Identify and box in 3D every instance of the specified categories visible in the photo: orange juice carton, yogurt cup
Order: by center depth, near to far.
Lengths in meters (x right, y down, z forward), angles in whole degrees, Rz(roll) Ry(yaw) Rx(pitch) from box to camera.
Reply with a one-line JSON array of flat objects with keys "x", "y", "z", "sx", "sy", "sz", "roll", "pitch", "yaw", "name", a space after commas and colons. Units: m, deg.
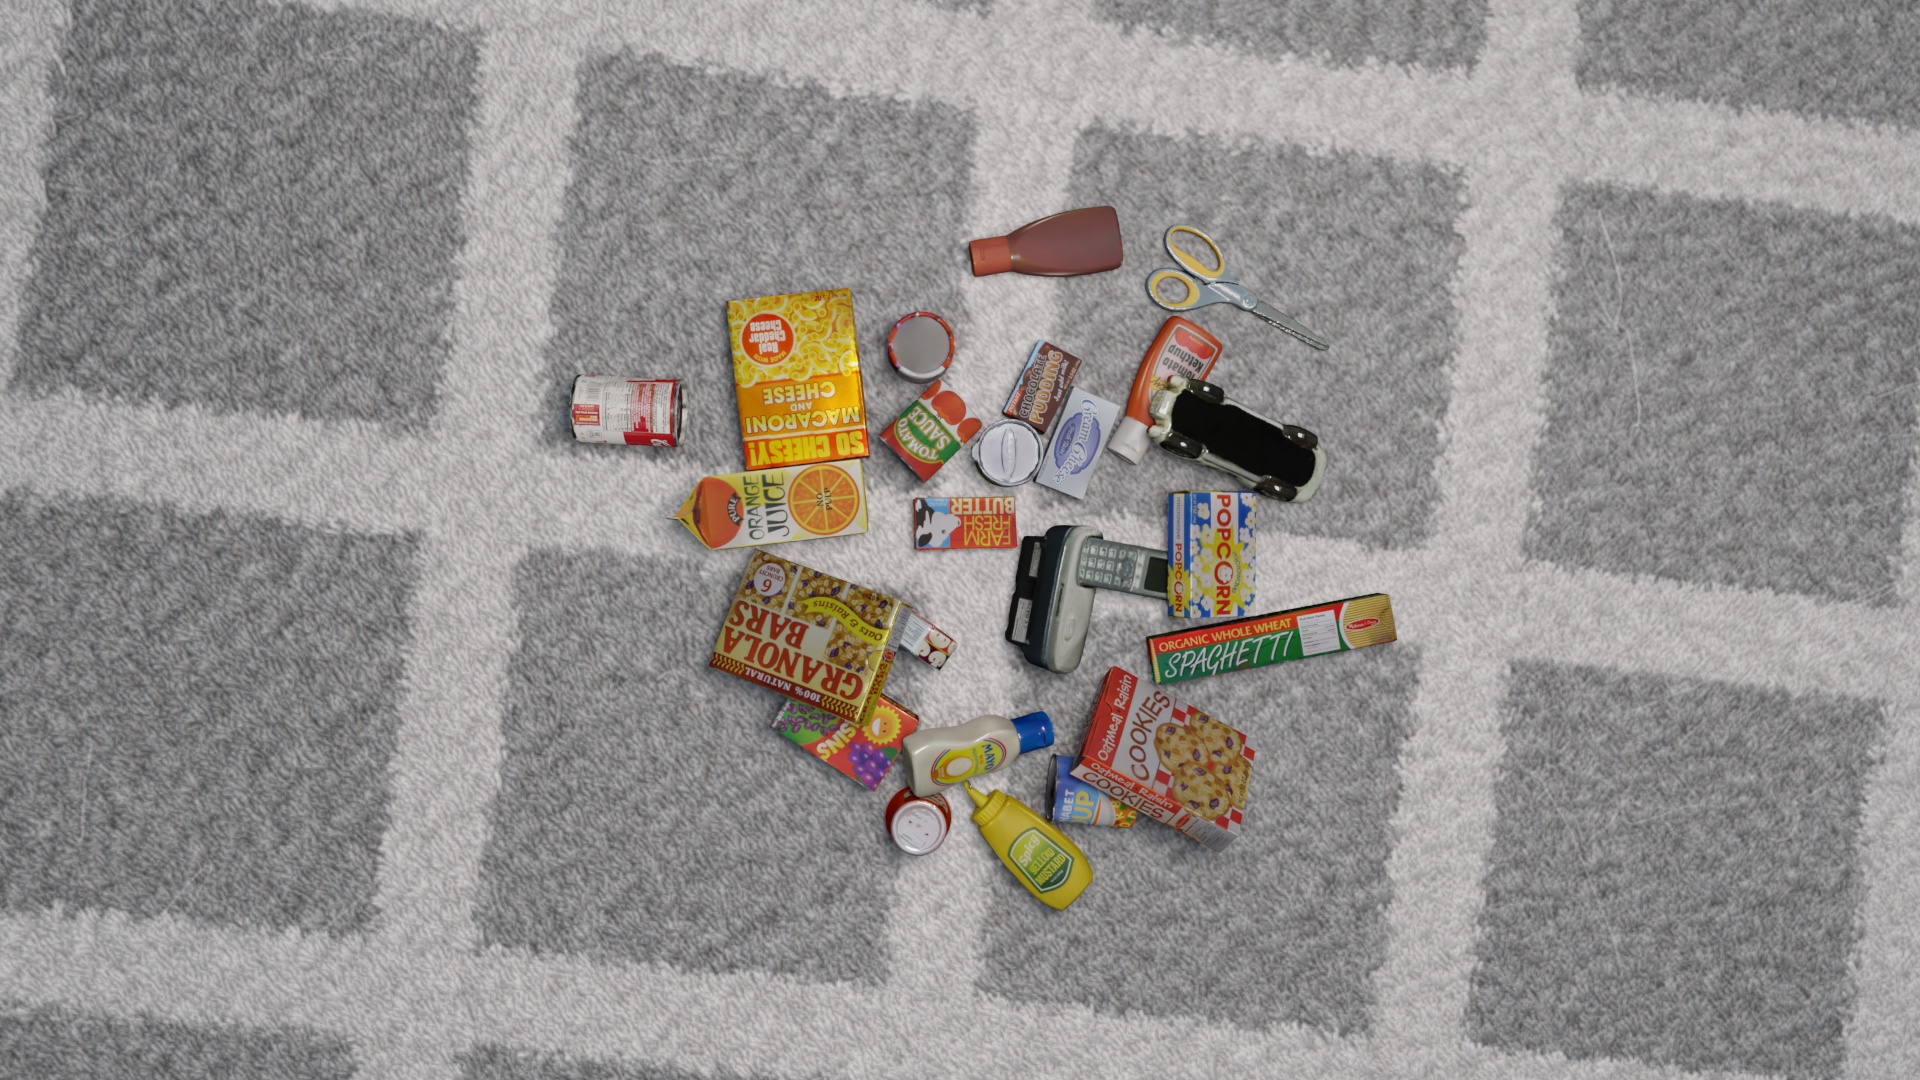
[{"x": -0.188, "y": -0.032, "z": 1.353, "sx": 0.193, "sy": 0.072, "sz": 0.073, "roll": -7, "pitch": 90, "yaw": -3, "name": "orange juice carton"}, {"x": -0.041, "y": 0.278, "z": 1.371, "sx": 0.072, "sy": 0.054, "sz": 0.072, "roll": 0, "pitch": 91, "yaw": -2, "name": "yogurt cup"}]

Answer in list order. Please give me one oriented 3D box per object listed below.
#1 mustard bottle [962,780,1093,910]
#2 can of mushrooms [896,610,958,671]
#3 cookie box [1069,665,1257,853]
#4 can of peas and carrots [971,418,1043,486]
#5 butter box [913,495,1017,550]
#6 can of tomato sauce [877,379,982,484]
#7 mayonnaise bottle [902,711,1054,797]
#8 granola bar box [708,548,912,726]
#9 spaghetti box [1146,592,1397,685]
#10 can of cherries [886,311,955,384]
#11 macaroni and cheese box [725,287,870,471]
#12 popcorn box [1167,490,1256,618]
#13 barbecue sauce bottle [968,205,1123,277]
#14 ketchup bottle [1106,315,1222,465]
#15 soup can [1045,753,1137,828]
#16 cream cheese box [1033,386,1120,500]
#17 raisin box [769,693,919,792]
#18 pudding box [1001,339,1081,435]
[{"x": 0.058, "y": 0.295, "z": 1.379, "sx": 0.160, "sy": 0.049, "sz": 0.065, "roll": 43, "pitch": 87, "yaw": -3, "name": "mustard bottle"}, {"x": -0.036, "y": 0.097, "z": 1.367, "sx": 0.071, "sy": 0.071, "sz": 0.033, "roll": 35, "pitch": 88, "yaw": -3, "name": "can of mushrooms"}, {"x": 0.201, "y": 0.211, "z": 1.355, "sx": 0.167, "sy": 0.040, "sz": 0.123, "roll": 28, "pitch": 44, "yaw": -3, "name": "cookie box"}, {"x": 0.045, "y": -0.085, "z": 1.372, "sx": 0.071, "sy": 0.059, "sz": 0.071, "roll": 0, "pitch": 90, "yaw": -2, "name": "can of peas and carrots"}, {"x": 0.005, "y": -0.017, "z": 1.387, "sx": 0.103, "sy": 0.024, "sz": 0.053, "roll": -1, "pitch": 90, "yaw": -3, "name": "butter box"}, {"x": -0.029, "y": -0.107, "z": 1.362, "sx": 0.083, "sy": 0.071, "sz": 0.071, "roll": -44, "pitch": 93, "yaw": -2, "name": "can of tomato sauce"}, {"x": 0.018, "y": 0.204, "z": 1.366, "sx": 0.148, "sy": 0.041, "sz": 0.064, "roll": -14, "pitch": 119, "yaw": -16, "name": "mayonnaise bottle"}, {"x": -0.145, "y": 0.092, "z": 1.338, "sx": 0.166, "sy": 0.039, "sz": 0.124, "roll": 18, "pitch": 83, "yaw": 18, "name": "granola bar box"}, {"x": 0.312, "y": 0.099, "z": 1.402, "sx": 0.250, "sy": 0.028, "sz": 0.050, "roll": -10, "pitch": 91, "yaw": -3, "name": "spaghetti box"}, {"x": -0.040, "y": -0.192, "z": 1.367, "sx": 0.071, "sy": 0.058, "sz": 0.071, "roll": 0, "pitch": 91, "yaw": -3, "name": "can of cherries"}, {"x": -0.159, "y": -0.158, "z": 1.370, "sx": 0.124, "sy": 0.040, "sz": 0.166, "roll": -7, "pitch": 90, "yaw": -3, "name": "macaroni and cheese box"}, {"x": 0.250, "y": 0.014, "z": 1.378, "sx": 0.085, "sy": 0.038, "sz": 0.126, "roll": 0, "pitch": 90, "yaw": -31, "name": "popcorn box"}, {"x": 0.084, "y": -0.291, "z": 1.381, "sx": 0.149, "sy": 0.043, "sz": 0.065, "roll": -9, "pitch": 91, "yaw": -2, "name": "barbecue sauce bottle"}, {"x": 0.199, "y": -0.147, "z": 1.388, "sx": 0.065, "sy": 0.043, "sz": 0.149, "roll": 31, "pitch": 89, "yaw": -11, "name": "ketchup bottle"}, {"x": 0.130, "y": 0.251, "z": 1.372, "sx": 0.084, "sy": 0.071, "sz": 0.071, "roll": 7, "pitch": 90, "yaw": -3, "name": "soup can"}, {"x": 0.117, "y": -0.097, "z": 1.393, "sx": 0.053, "sy": 0.024, "sz": 0.104, "roll": 22, "pitch": 89, "yaw": -4, "name": "cream cheese box"}, {"x": -0.114, "y": 0.180, "z": 1.375, "sx": 0.123, "sy": 0.040, "sz": 0.086, "roll": 33, "pitch": 88, "yaw": -1, "name": "raisin box"}, {"x": 0.081, "y": -0.154, "z": 1.388, "sx": 0.050, "sy": 0.030, "sz": 0.083, "roll": 27, "pitch": 89, "yaw": -2, "name": "pudding box"}]
